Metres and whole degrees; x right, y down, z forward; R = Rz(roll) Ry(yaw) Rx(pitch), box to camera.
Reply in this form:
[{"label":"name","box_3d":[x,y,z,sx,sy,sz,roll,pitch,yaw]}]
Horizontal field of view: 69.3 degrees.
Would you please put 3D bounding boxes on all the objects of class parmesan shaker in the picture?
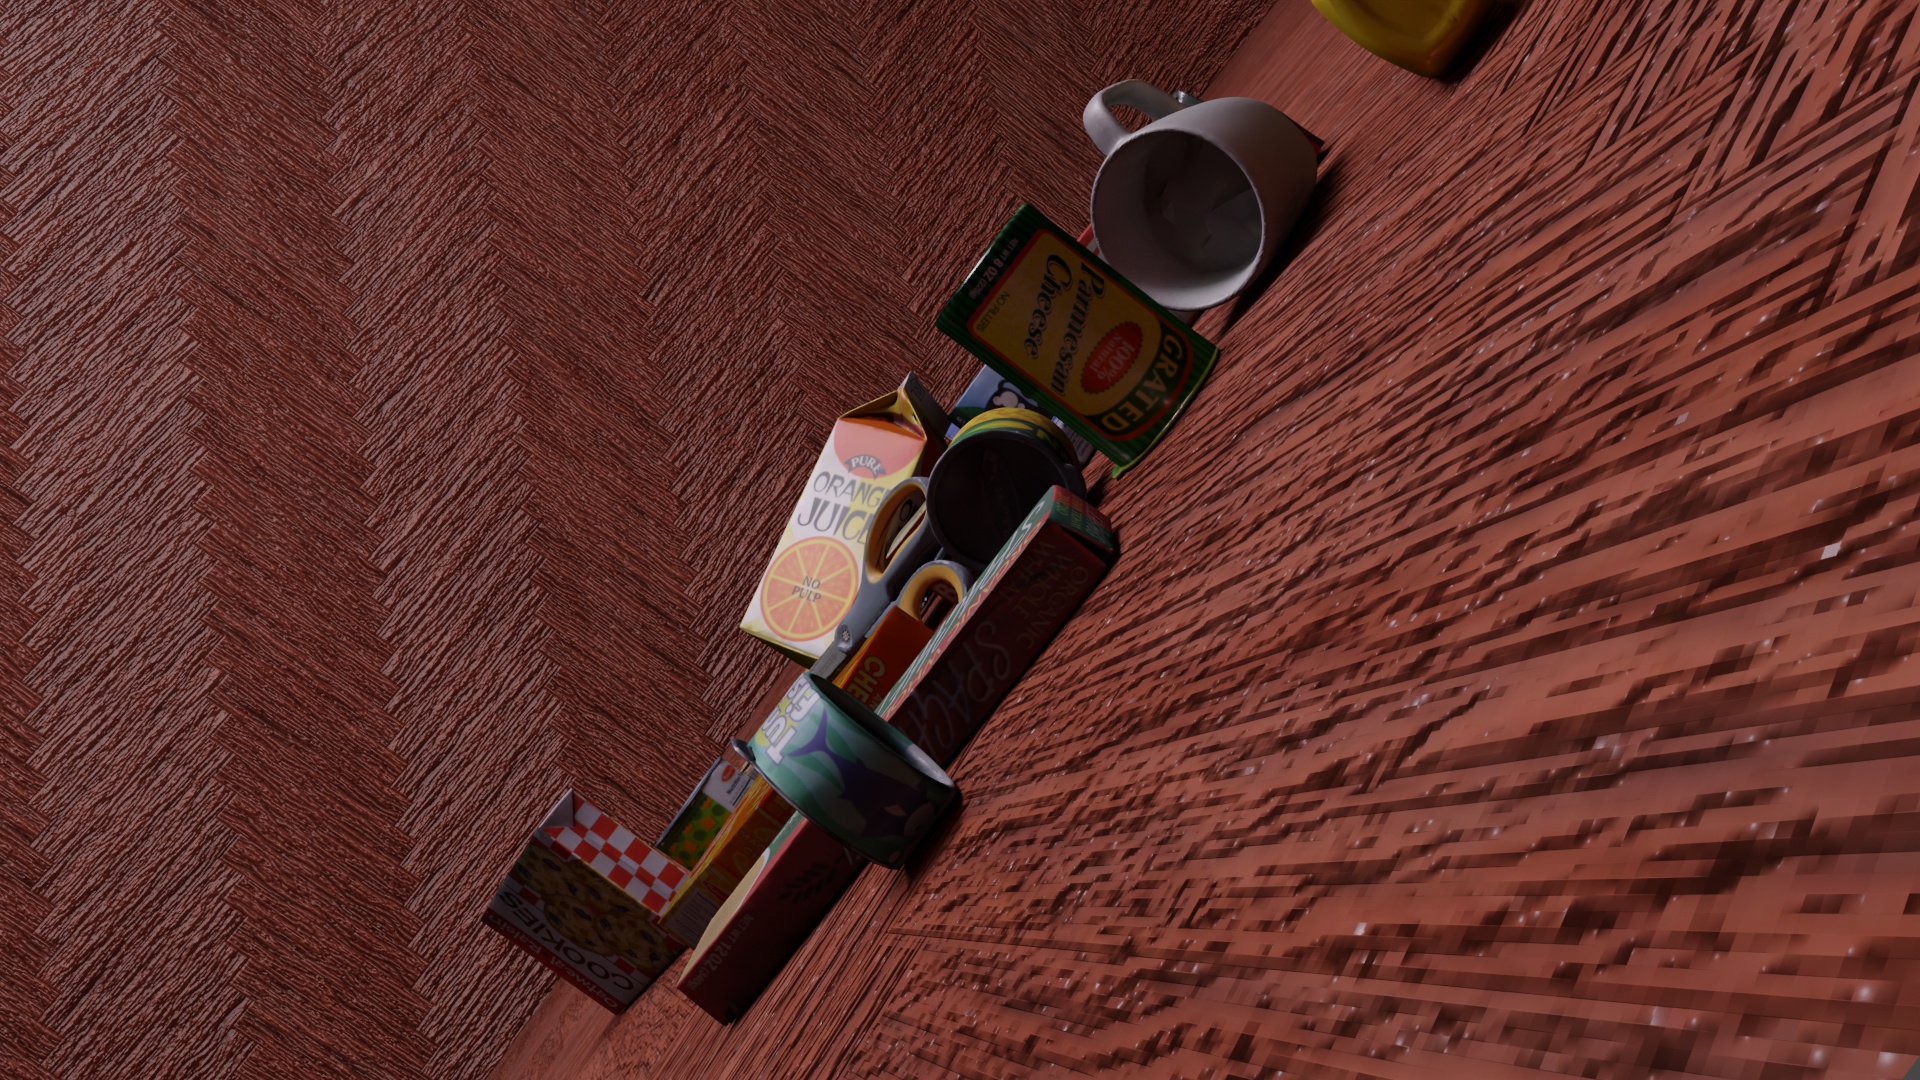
[{"label":"parmesan shaker","box_3d":[0.047,-0.084,0.591,0.071,0.103,0.071,-53,4,6]}]

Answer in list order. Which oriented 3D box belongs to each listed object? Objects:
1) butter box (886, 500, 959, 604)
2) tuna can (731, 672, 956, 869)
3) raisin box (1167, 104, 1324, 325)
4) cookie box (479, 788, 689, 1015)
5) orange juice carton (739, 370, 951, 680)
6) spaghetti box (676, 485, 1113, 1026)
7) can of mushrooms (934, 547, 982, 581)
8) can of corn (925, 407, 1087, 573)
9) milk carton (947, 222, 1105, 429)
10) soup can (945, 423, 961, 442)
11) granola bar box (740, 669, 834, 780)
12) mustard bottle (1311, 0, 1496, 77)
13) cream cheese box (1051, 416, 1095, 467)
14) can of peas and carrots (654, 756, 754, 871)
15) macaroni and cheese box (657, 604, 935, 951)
[{"label":"butter box","box_3d":[0.003,-0.010,0.804,0.103,0.053,0.024,-50,8,42]},{"label":"tuna can","box_3d":[-0.038,0.074,0.459,0.033,0.071,0.071,-53,4,-2]},{"label":"raisin box","box_3d":[0.136,-0.169,0.743,0.123,0.040,0.086,-54,3,13]},{"label":"cookie box","box_3d":[-0.252,0.253,0.957,0.166,0.123,0.040,-49,5,44]},{"label":"orange juice carton","box_3d":[-0.056,-0.009,0.884,0.071,0.073,0.193,44,-114,-56]},{"label":"spaghetti box","box_3d":[-0.027,0.085,0.537,0.249,0.028,0.050,-52,5,16]},{"label":"can of mushrooms","box_3d":[0.017,-0.003,0.730,0.071,0.033,0.071,-53,5,7]},{"label":"can of corn","box_3d":[0.024,-0.024,0.632,0.071,0.071,0.058,-52,4,17]},{"label":"milk carton","box_3d":[0.077,-0.133,0.859,0.189,0.072,0.074,-50,5,38]},{"label":"soup can","box_3d":[0.034,-0.100,1.110,0.083,0.071,0.071,-53,4,2]},{"label":"granola bar box","box_3d":[-0.094,0.106,1.000,0.123,0.039,0.166,-50,6,33]},{"label":"mustard bottle","box_3d":[0.180,-0.224,0.568,0.048,0.065,0.161,-56,-1,25]},{"label":"cream cheese box","box_3d":[0.071,-0.073,0.766,0.104,0.024,0.053,-56,6,-29]},{"label":"can of peas and carrots","box_3d":[-0.144,0.176,0.844,0.071,0.059,0.071,-54,4,5]},{"label":"macaroni and cheese box","box_3d":[-0.077,0.123,0.688,0.165,0.040,0.124,-50,5,43]}]
